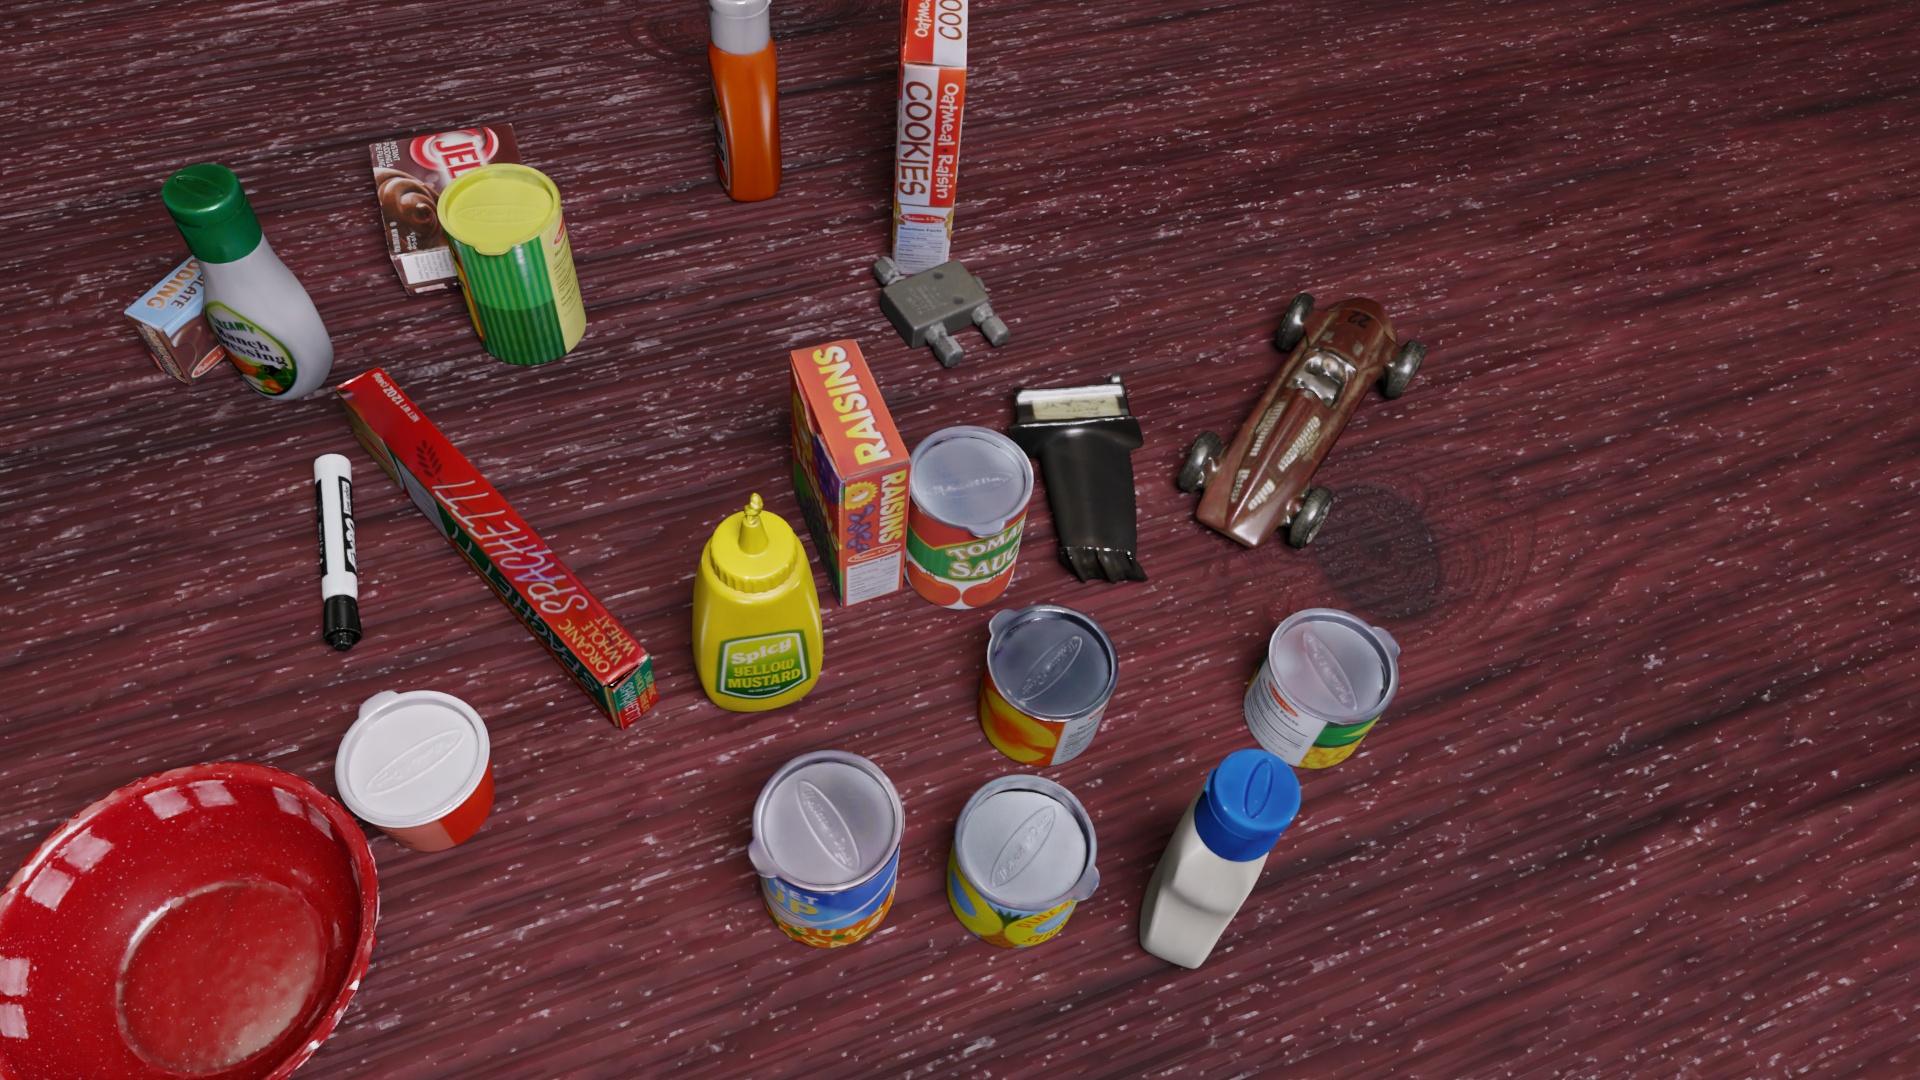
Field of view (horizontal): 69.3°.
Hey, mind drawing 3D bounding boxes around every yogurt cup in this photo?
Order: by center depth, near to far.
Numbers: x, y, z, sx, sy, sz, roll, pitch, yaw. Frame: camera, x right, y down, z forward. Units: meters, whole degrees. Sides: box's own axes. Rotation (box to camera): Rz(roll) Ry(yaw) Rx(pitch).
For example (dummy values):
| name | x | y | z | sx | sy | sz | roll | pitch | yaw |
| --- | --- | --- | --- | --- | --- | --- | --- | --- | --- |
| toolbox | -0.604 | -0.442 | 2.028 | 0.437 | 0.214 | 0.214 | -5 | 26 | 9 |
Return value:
| name | x | y | z | sx | sy | sz | roll | pitch | yaw |
| --- | --- | --- | --- | --- | --- | --- | --- | --- | --- |
| yogurt cup | -0.255 | 0.113 | 0.661 | 0.072 | 0.053 | 0.073 | 3 | 56 | -4 |

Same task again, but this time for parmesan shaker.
| name | x | y | z | sx | sy | sz | roll | pitch | yaw |
| --- | --- | --- | --- | --- | --- | --- | --- | --- | --- |
| parmesan shaker | -0.260 | -0.157 | 0.812 | 0.071 | 0.102 | 0.071 | 3 | 56 | -4 |

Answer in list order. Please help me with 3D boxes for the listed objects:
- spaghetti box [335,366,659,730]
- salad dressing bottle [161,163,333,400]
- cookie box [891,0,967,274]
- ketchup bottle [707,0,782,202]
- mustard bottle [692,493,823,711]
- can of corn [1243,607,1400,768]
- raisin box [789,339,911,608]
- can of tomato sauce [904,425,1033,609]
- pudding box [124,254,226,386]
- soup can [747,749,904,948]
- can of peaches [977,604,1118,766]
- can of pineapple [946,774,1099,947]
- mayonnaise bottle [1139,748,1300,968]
| name | x | y | z | sx | sy | sz | roll | pitch | yaw |
| --- | --- | --- | --- | --- | --- | --- | --- | --- | --- |
| spaghetti box | -0.248 | 0.001 | 0.739 | 0.029 | 0.050 | 0.250 | -38 | 67 | -26 |
| salad dressing bottle | -0.390 | -0.139 | 0.760 | 0.064 | 0.147 | 0.044 | 20 | 57 | 8 |
| cookie box | -0.021 | -0.270 | 0.873 | 0.040 | 0.166 | 0.123 | 3 | 56 | -3 |
| ketchup bottle | -0.138 | -0.290 | 0.886 | 0.043 | 0.148 | 0.065 | -8 | 58 | -10 |
| mustard bottle | -0.099 | 0.029 | 0.669 | 0.065 | 0.159 | 0.049 | -9 | 58 | -11 |
| can of corn | 0.189 | 0.077 | 0.726 | 0.071 | 0.058 | 0.071 | 3 | 56 | -4 |
| raisin box | -0.060 | -0.034 | 0.737 | 0.040 | 0.122 | 0.086 | -15 | 59 | -15 |
| can of tomato sauce | 0.003 | -0.009 | 0.751 | 0.071 | 0.082 | 0.071 | 3 | 56 | -4 |
| pudding box | -0.439 | -0.138 | 0.814 | 0.030 | 0.049 | 0.084 | 24 | 57 | 10 |
| soup can | -0.063 | 0.145 | 0.641 | 0.071 | 0.083 | 0.072 | 3 | 56 | -4 |
| can of peaches | 0.042 | 0.074 | 0.714 | 0.071 | 0.057 | 0.071 | 3 | 56 | -4 |
| can of pineapple | 0.029 | 0.154 | 0.659 | 0.071 | 0.057 | 0.071 | 3 | 56 | -4 |
| mayonnaise bottle | 0.115 | 0.141 | 0.622 | 0.041 | 0.147 | 0.065 | 21 | 57 | 8 |
